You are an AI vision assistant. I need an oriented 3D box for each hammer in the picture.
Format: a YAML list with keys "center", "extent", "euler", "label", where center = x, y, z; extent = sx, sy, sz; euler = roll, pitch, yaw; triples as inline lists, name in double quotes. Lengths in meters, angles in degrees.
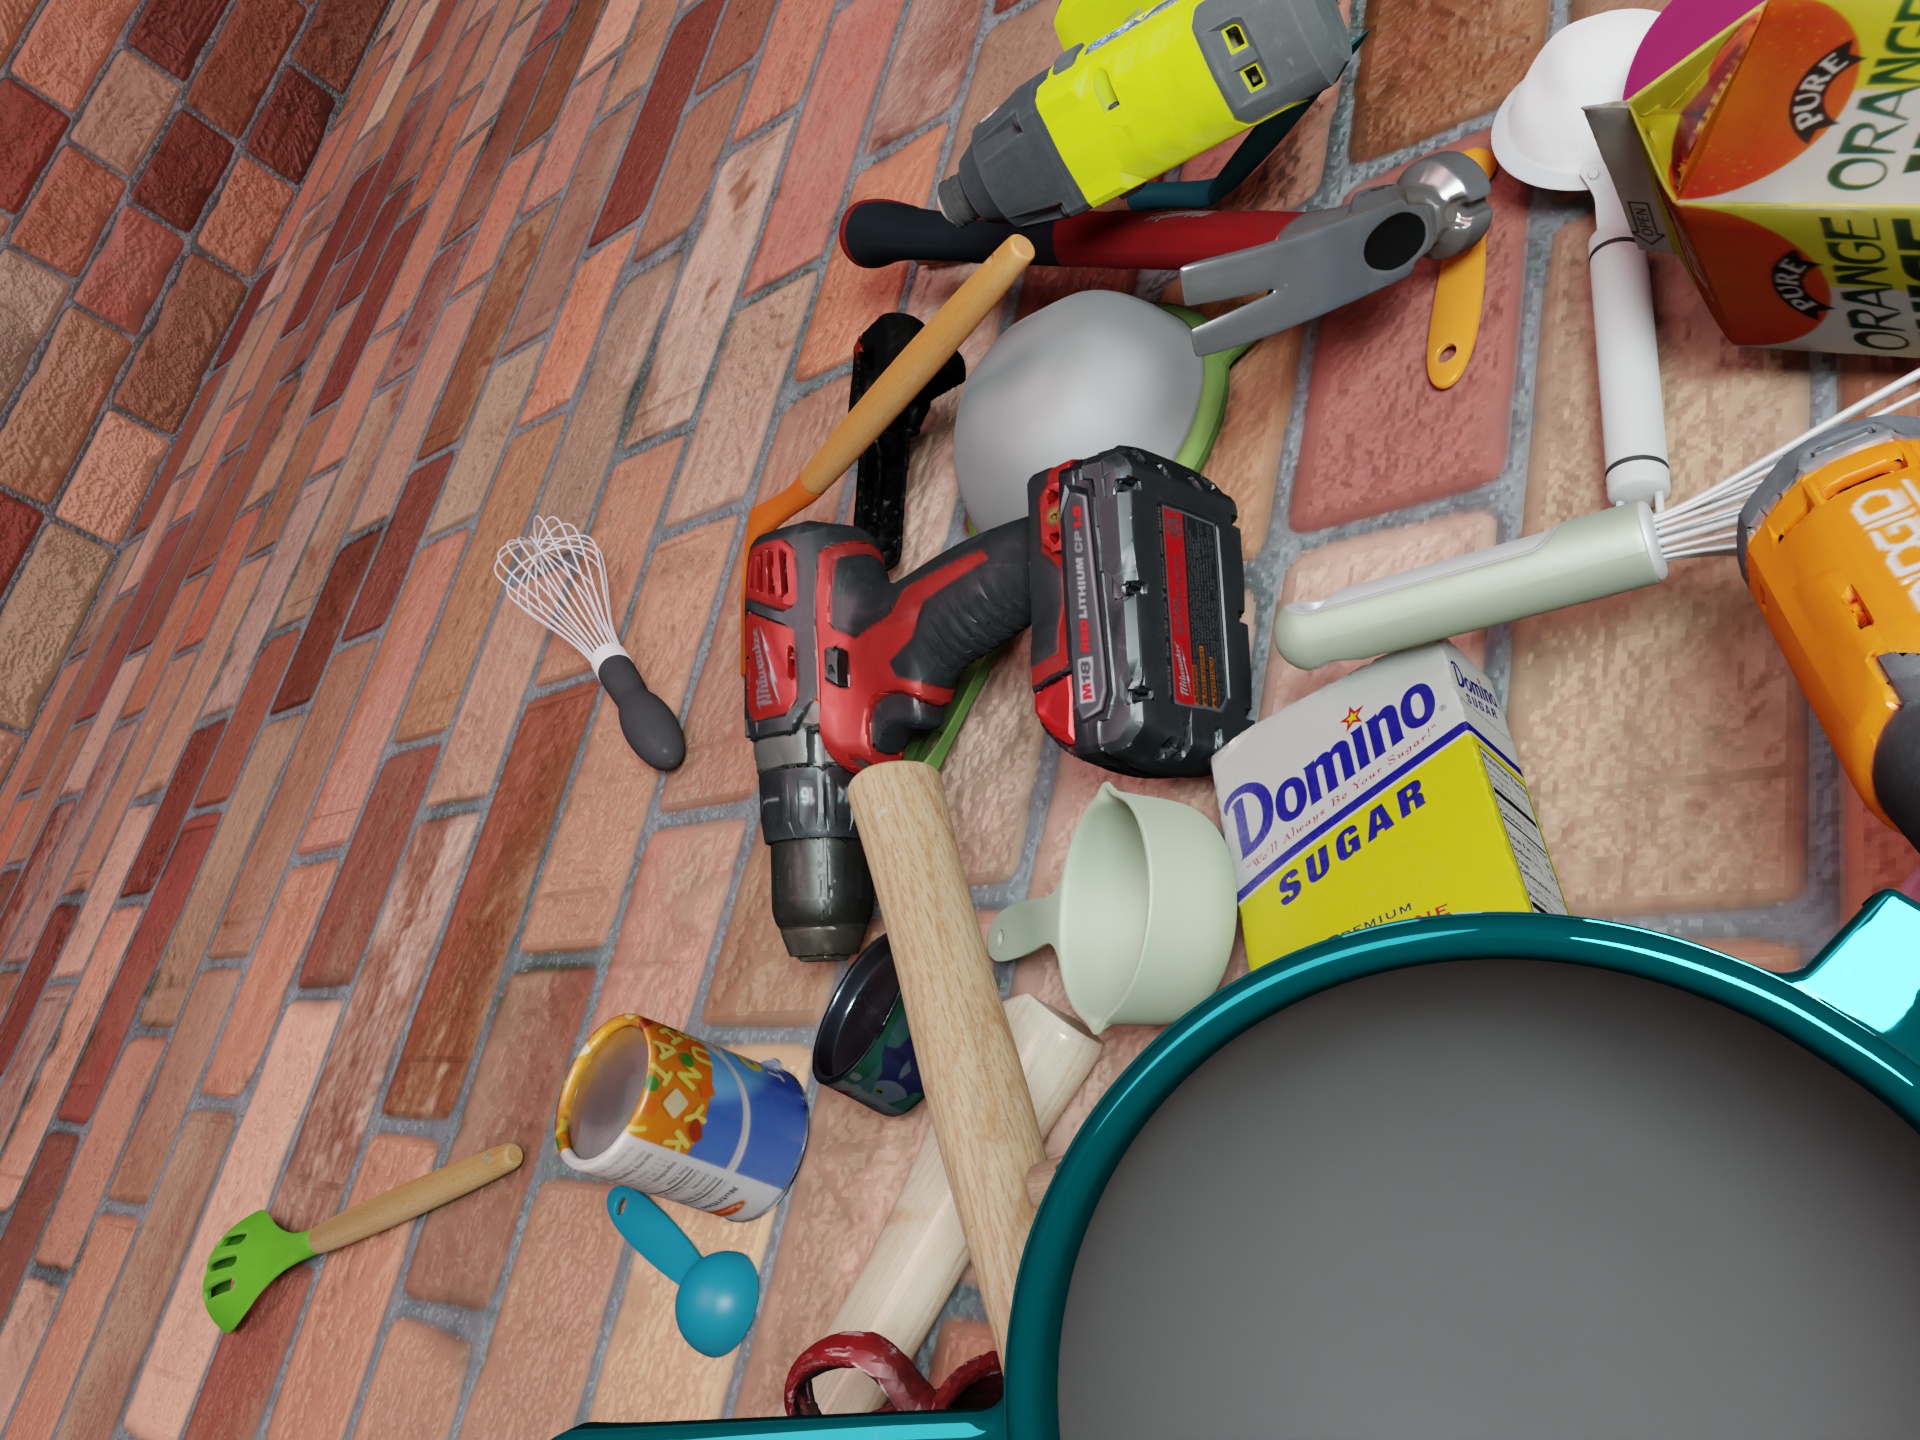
- center: [-0.066, 0.283, 0.557]
  extent: [0.410, 0.038, 0.146]
  euler: [-58, 33, -1]
  label: "hammer"
- center: [0.016, 0.143, 0.479]
  extent: [0.031, 0.130, 0.332]
  euler: [111, 152, -44]
  label: "hammer"
- center: [0.038, -0.213, 0.718]
  extent: [0.143, 0.038, 0.387]
  euler: [-28, 28, -25]
  label: "hammer"

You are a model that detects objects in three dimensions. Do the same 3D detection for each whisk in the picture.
- center: [0.206, -0.054, 0.455]
  extent: [0.246, 0.059, 0.058]
  euler: [-15, 11, 29]
  label: "whisk"
- center: [-0.220, -0.050, 0.966]
  extent: [0.070, 0.070, 0.285]
  euler: [-52, 42, 8]
  label: "whisk"

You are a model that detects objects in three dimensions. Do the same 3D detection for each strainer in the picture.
- center: [0.229, -0.172, 0.553]
  extent: [0.087, 0.050, 0.259]
  euler: [-8, 61, 29]
  label: "strainer"
- center: [0.065, 0.159, 0.365]
  extent: [0.340, 0.095, 0.211]
  euler: [-13, 81, 22]
  label: "strainer"
- center: [0.018, -0.094, 0.709]
  extent: [0.152, 0.069, 0.256]
  euler: [16, 76, 52]
  label: "strainer"

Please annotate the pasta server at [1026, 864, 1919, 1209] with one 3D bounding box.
- center: [0.153, 0.077, 0.391]
  extent: [0.316, 0.040, 0.060]
  euler: [-21, 30, 23]
  label: "pasta server"

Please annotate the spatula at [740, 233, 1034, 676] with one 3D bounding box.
- center: [-0.051, -0.124, 0.761]
  extent: [0.322, 0.041, 0.081]
  euler: [-37, 42, 49]
  label: "spatula"

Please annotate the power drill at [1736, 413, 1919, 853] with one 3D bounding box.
- center: [0.285, -0.034, 0.302]
  extent: [0.226, 0.084, 0.164]
  euler: [-24, 29, 24]
  label: "power drill"

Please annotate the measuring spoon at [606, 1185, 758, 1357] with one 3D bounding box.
- center: [-0.130, 0.229, 0.685]
  extent: [0.129, 0.021, 0.042]
  euler: [17, 78, 51]
  label: "measuring spoon"

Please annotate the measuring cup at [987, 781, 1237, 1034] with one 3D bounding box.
- center: [0.050, 0.073, 0.567]
  extent: [0.167, 0.038, 0.083]
  euler: [143, 132, -69]
  label: "measuring cup"

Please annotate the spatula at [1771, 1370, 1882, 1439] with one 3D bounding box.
- center: [0.265, 0.076, 0.351]
  extent: [0.316, 0.018, 0.060]
  euler: [-52, 27, 6]
  label: "spatula"

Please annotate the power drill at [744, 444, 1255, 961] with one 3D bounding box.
- center: [-0.001, -0.002, 0.633]
  extent: [0.227, 0.080, 0.188]
  euler: [-10, 77, 40]
  label: "power drill"

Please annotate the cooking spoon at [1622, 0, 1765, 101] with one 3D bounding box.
- center: [0.300, -0.304, 0.570]
  extent: [0.017, 0.069, 0.319]
  euler: [89, -157, -72]
  label: "cooking spoon"

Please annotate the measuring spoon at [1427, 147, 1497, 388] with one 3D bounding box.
- center: [0.193, -0.179, 0.619]
  extent: [0.021, 0.011, 0.117]
  euler: [-10, 57, 45]
  label: "measuring spoon"

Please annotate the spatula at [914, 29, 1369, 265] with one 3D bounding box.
- center: [0.068, -0.269, 0.800]
  extent: [0.082, 0.044, 0.318]
  euler: [-46, 29, -25]
  label: "spatula"

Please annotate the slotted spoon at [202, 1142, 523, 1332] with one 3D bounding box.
- center: [-0.344, 0.282, 0.890]
  extent: [0.314, 0.031, 0.070]
  euler: [-28, 48, 32]
  label: "slotted spoon"

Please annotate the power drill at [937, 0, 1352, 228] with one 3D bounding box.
- center: [0.085, -0.290, 0.691]
  extent: [0.171, 0.080, 0.223]
  euler: [-19, 28, 30]
  label: "power drill"
